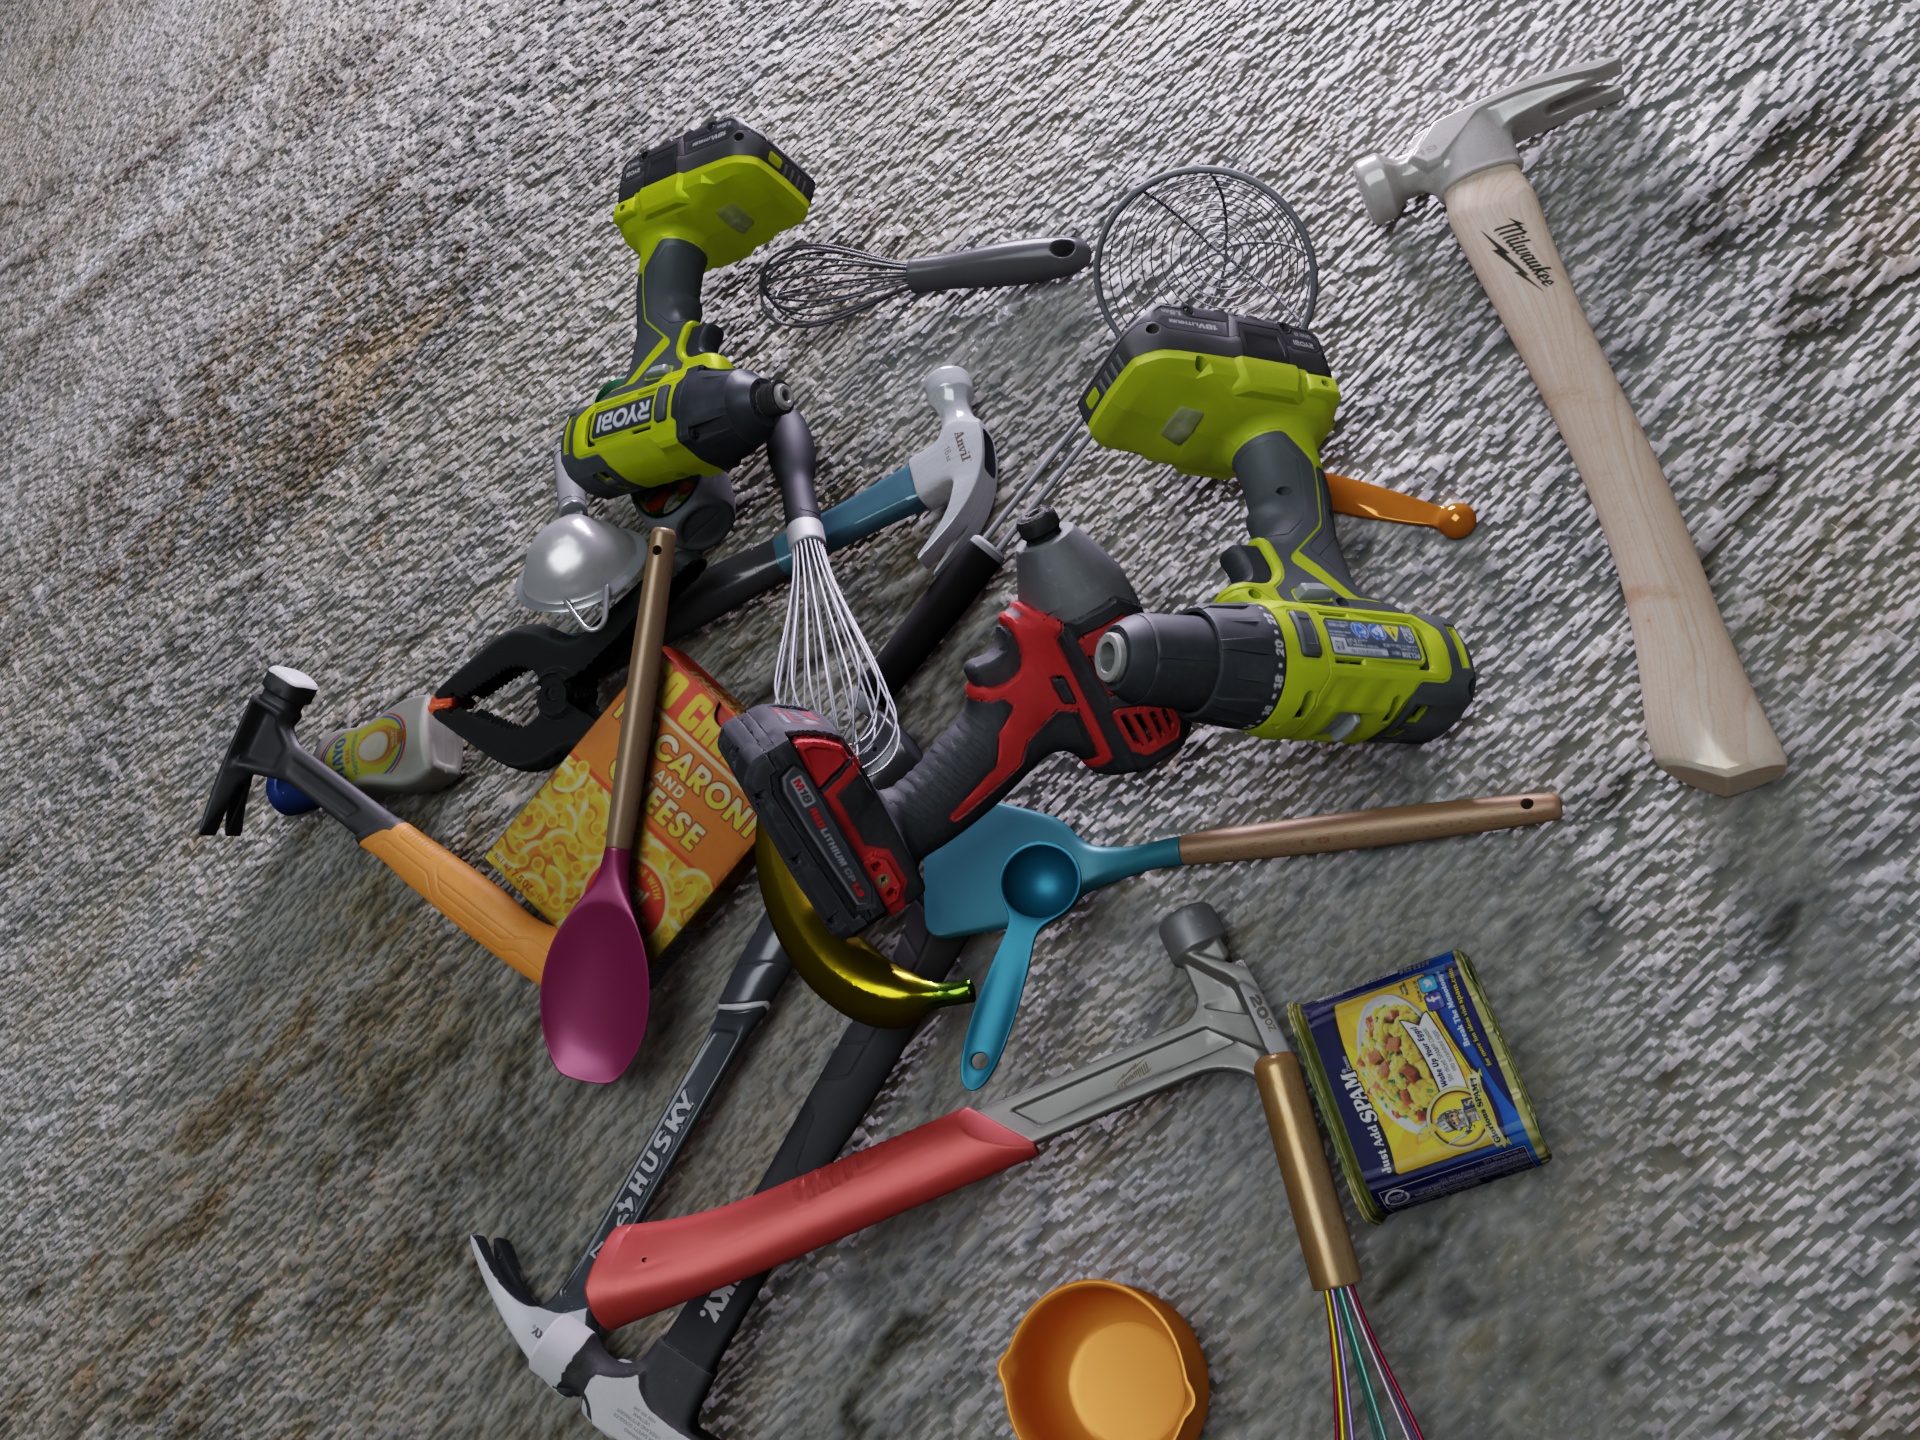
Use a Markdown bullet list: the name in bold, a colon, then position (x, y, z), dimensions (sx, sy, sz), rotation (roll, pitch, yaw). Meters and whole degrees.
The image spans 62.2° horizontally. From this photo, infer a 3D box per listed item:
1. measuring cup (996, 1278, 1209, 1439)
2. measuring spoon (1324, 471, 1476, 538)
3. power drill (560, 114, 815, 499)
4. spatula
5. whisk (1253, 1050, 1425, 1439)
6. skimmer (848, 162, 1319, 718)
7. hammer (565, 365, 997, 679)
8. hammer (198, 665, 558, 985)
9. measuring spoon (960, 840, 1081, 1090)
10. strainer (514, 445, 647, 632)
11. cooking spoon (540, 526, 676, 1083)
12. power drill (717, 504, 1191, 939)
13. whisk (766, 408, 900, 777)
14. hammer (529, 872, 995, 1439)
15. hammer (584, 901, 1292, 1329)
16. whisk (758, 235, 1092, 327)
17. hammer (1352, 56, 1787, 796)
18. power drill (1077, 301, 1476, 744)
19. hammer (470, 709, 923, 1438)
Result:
- **measuring cup**: position (0.065, 0.343, 0.714), dimensions (0.095, 0.052, 0.174), rotation (-2, 71, 27)
- **measuring spoon**: position (0.217, -0.119, 0.847), dimensions (0.117, 0.011, 0.021), rotation (20, 80, 33)
- **power drill**: position (-0.164, -0.260, 1.012), dimensions (0.171, 0.080, 0.223), rotation (-8, 68, 34)
- **spatula**: position (0.133, 0.060, 0.799), dimensions (0.317, 0.044, 0.082), rotation (-10, 61, 23)
- **whisk**: position (0.164, 0.263, 0.675), dimensions (0.047, 0.051, 0.245), rotation (-18, 71, 13)
- **skimmer**: position (0.054, -0.144, 0.897), dimensions (0.127, 0.090, 0.363), rotation (38, 94, -6)
- **hammer**: position (-0.125, -0.099, 1.008), dimensions (0.331, 0.033, 0.128), rotation (-25, 59, 17)
- **hammer**: position (-0.362, 0.091, 1.027), dimensions (0.337, 0.034, 0.127), rotation (29, 96, 25)
- **measuring spoon**: position (0.027, 0.122, 0.788), dimensions (0.042, 0.021, 0.129), rotation (14, 73, 20)
- **strainer**: position (-0.255, -0.135, 1.041), dimensions (0.087, 0.050, 0.259), rotation (-20, 33, -5)
- **cooking spoon**: position (-0.192, 0.047, 0.910), dimensions (0.069, 0.017, 0.319), rotation (7, 88, 16)
- **power drill**: position (-0.001, -0.003, 0.790), dimensions (0.219, 0.143, 0.079), rotation (-31, 21, -10)
- **whisk**: position (-0.085, -0.082, 0.928), dimensions (0.070, 0.070, 0.285), rotation (-25, 53, 17)
- **hammer**: position (-0.073, 0.226, 0.829), dimensions (0.146, 0.035, 0.335), rotation (29, 79, 12)
- **hammer**: position (-0.010, 0.222, 0.770), dimensions (0.359, 0.036, 0.149), rotation (-24, 59, 3)
- **whisk**: position (-0.028, -0.291, 1.032), dimensions (0.239, 0.055, 0.055), rotation (0, 70, 23)
- **hammer**: position (0.324, -0.157, 0.794), dimensions (0.146, 0.038, 0.411), rotation (-20, 62, 18)
- **power drill**: position (0.135, -0.092, 0.782), dimensions (0.080, 0.190, 0.229), rotation (127, 139, -50)
- **hammer**: position (-0.135, 0.177, 0.899), dimensions (0.149, 0.036, 0.409), rotation (25, 82, 34)
